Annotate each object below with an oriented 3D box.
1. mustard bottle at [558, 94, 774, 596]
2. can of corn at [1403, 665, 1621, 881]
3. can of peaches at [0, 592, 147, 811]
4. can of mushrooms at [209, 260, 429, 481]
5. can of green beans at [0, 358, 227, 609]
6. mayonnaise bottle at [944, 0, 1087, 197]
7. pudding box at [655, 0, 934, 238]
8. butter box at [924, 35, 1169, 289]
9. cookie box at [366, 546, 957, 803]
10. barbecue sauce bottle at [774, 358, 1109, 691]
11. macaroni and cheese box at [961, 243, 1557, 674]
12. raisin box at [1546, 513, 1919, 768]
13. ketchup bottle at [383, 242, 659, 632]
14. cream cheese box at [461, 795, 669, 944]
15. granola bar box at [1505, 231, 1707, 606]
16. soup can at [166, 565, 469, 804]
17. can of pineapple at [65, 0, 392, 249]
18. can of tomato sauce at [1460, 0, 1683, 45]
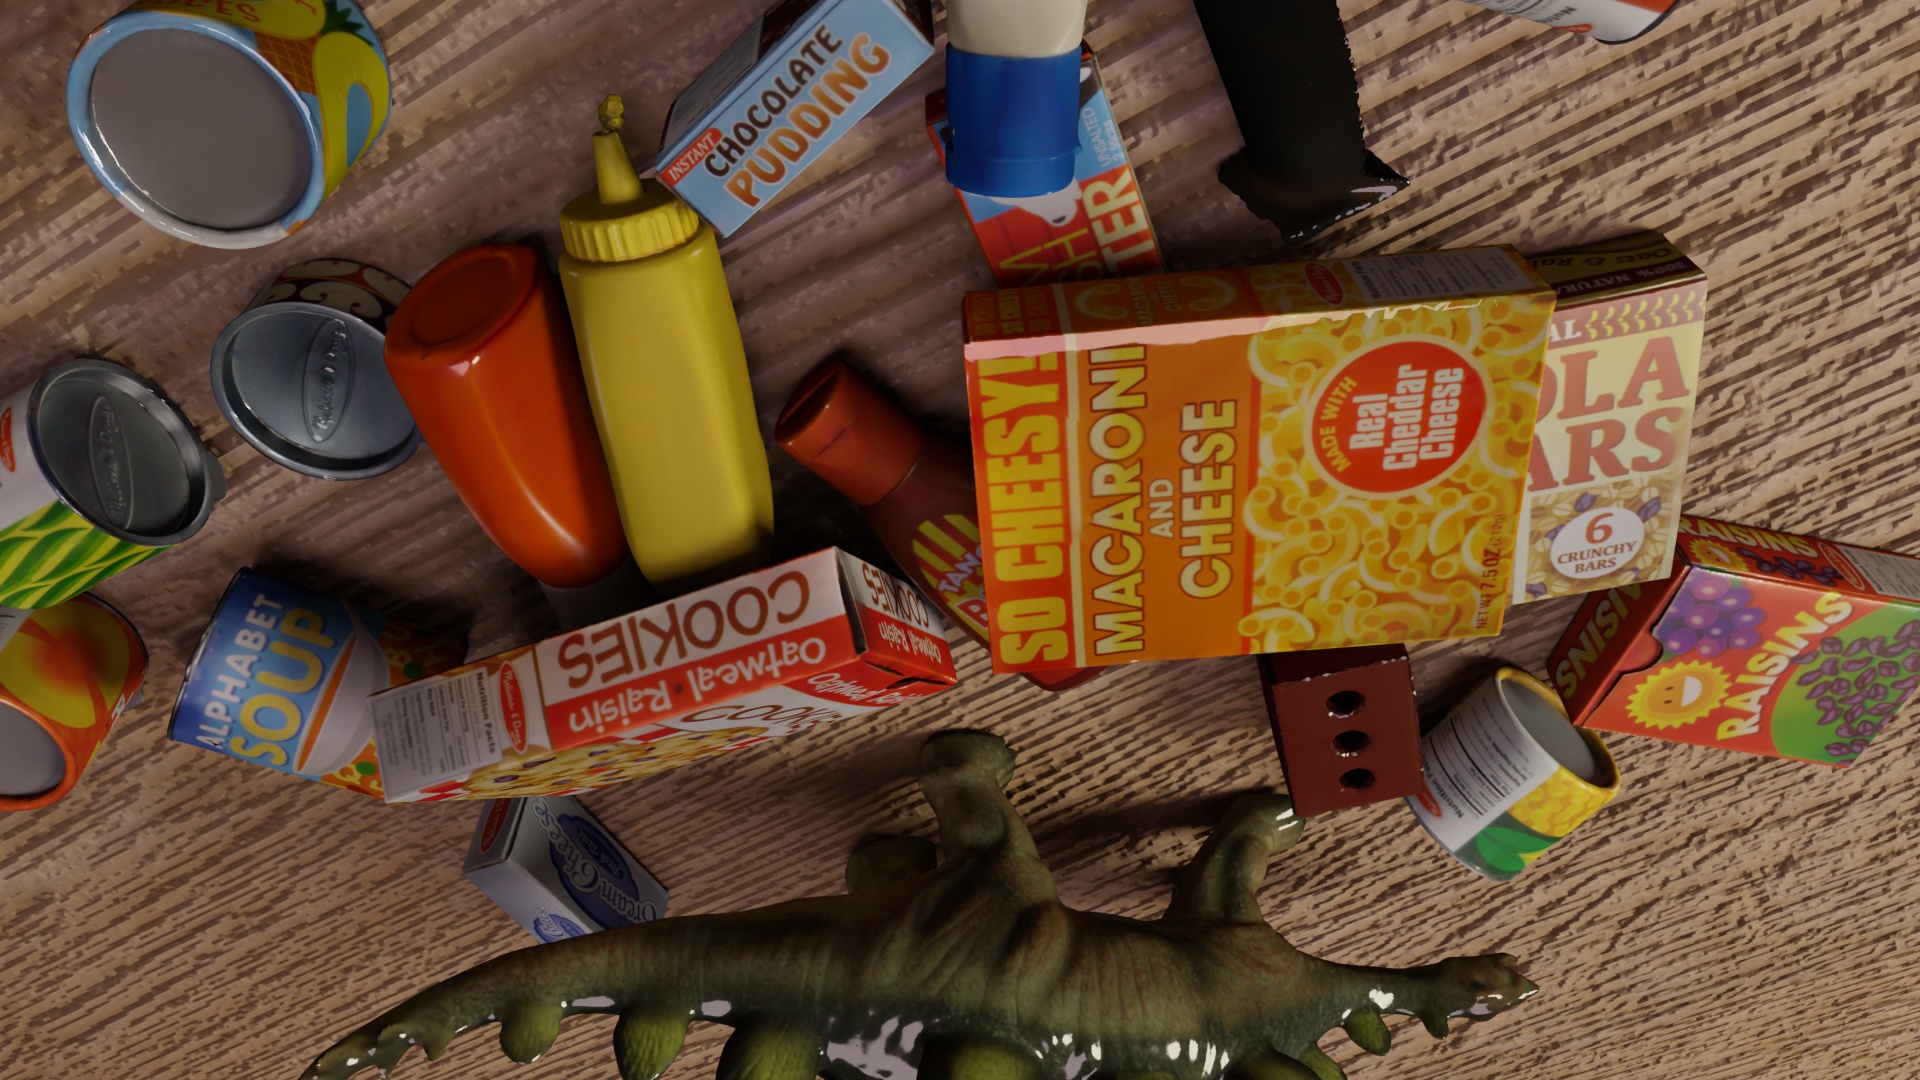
[{"bbox_3d":[-0.094,-0.060,0.437,0.049,0.065,0.159,-8,121,-1],"label":"mustard bottle"},{"bbox_3d":[0.222,0.094,0.563,0.071,0.071,0.058,26,121,-20],"label":"can of corn"},{"bbox_3d":[-0.347,0.059,0.515,0.071,0.058,0.071,-1,126,-2],"label":"can of peaches"},{"bbox_3d":[-0.201,-0.054,0.452,0.071,0.034,0.070,-1,126,-2],"label":"can of mushrooms"},{"bbox_3d":[-0.293,-0.018,0.455,0.058,0.071,0.071,-23,124,15],"label":"can of green beans"},{"bbox_3d":[0.014,-0.164,0.351,0.041,0.065,0.147,0,119,-1],"label":"mayonnaise bottle"},{"bbox_3d":[-0.047,-0.130,0.392,0.083,0.050,0.030,-36,122,22],"label":"pudding box"},{"bbox_3d":[0.032,-0.099,0.435,0.053,0.024,0.103,-20,125,11],"label":"butter box"},{"bbox_3d":[-0.096,0.053,0.490,0.167,0.040,0.123,-17,167,10],"label":"cookie box"},{"bbox_3d":[0.002,-0.006,0.491,0.148,0.044,0.064,38,116,-26],"label":"barbecue sauce bottle"},{"bbox_3d":[0.088,-0.022,0.435,0.166,0.040,0.123,-5,123,1],"label":"macaroni and cheese box"},{"bbox_3d":[0.309,0.041,0.543,0.123,0.040,0.085,10,127,-9],"label":"raisin box"},{"bbox_3d":[-0.138,-0.022,0.464,0.043,0.065,0.148,2,136,12],"label":"ketchup bottle"},{"bbox_3d":[-0.165,0.147,0.592,0.024,0.054,0.103,-21,125,16],"label":"cream cheese box"},{"bbox_3d":[0.163,-0.029,0.484,0.165,0.039,0.123,-11,126,5],"label":"granola bar box"},{"bbox_3d":[-0.233,0.054,0.509,0.084,0.072,0.071,22,123,-18],"label":"soup can"},{"bbox_3d":[-0.200,-0.124,0.385,0.071,0.058,0.070,-1,127,-1],"label":"can of pineapple"},{"bbox_3d":[0.145,-0.174,0.359,0.083,0.071,0.070,11,126,-10],"label":"can of tomato sauce"}]
